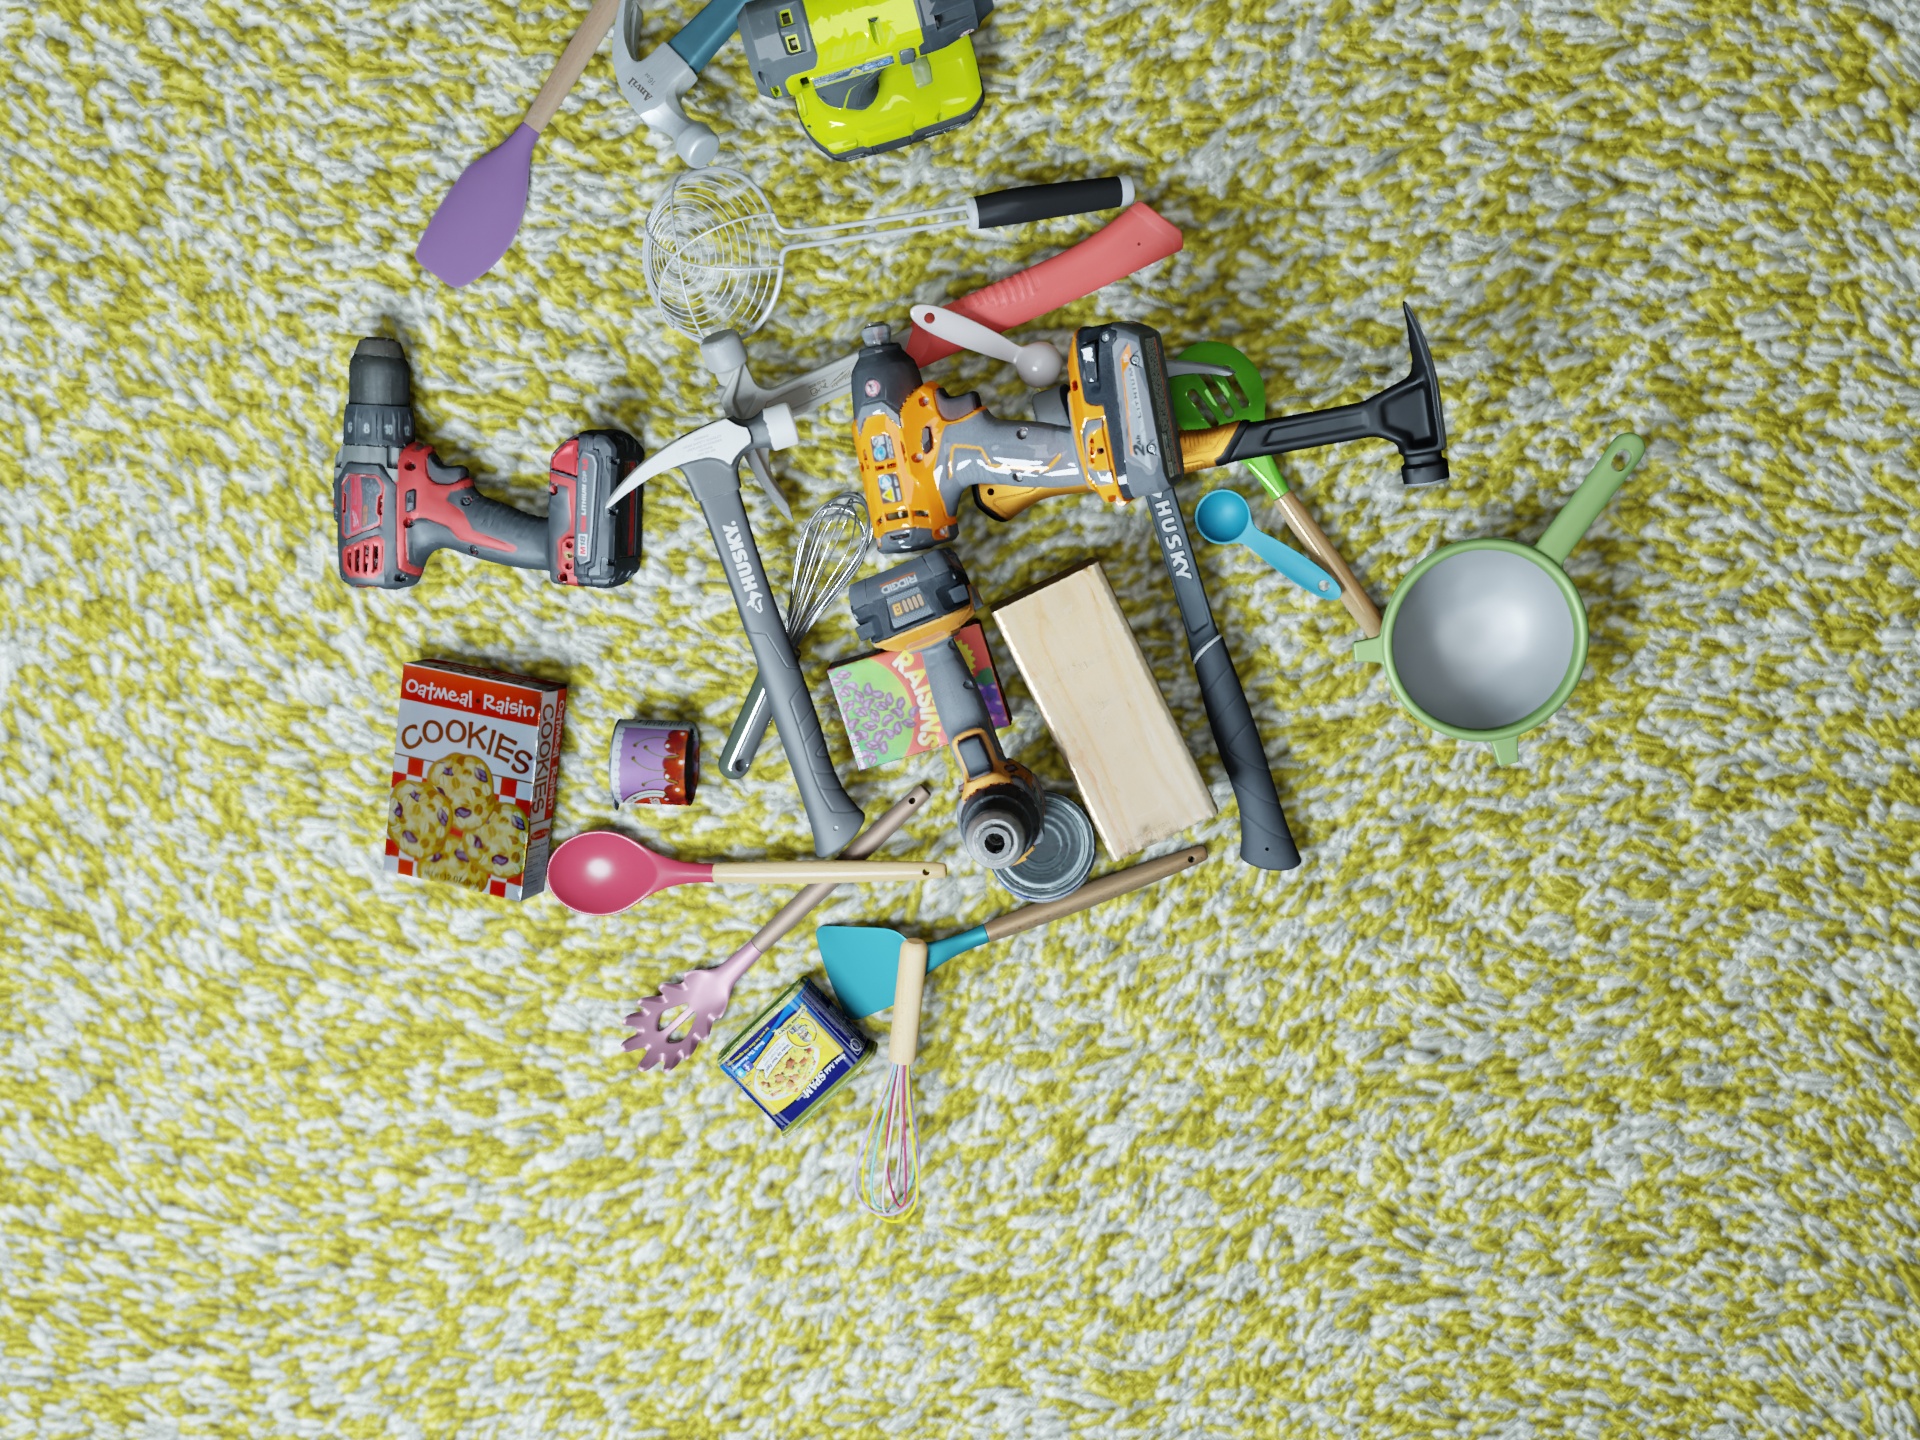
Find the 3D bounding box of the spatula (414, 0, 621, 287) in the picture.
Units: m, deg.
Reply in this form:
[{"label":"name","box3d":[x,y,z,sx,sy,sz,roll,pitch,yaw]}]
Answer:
[{"label":"spatula","box3d":[-0.302,-0.460,1.179,0.060,0.018,0.316,35,99,-3]}]

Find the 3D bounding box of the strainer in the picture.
[{"label":"strainer","box3d":[0.416,-0.105,1.189,0.151,0.069,0.256,35,97,-2]}]

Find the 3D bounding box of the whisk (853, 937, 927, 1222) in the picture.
[{"label":"whisk","box3d":[-0.045,0.287,1.255,0.051,0.047,0.245,-4,108,-33]}]

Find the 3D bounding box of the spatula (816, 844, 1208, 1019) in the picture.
[{"label":"spatula","box3d":[0.044,0.155,1.260,0.317,0.044,0.082,-20,97,-1]}]

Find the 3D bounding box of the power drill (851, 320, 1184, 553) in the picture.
[{"label":"power drill","box3d":[0.029,-0.214,1.112,0.226,0.084,0.164,-8,101,22]}]

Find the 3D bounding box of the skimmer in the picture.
[{"label":"skimmer","box3d":[-0.055,-0.364,1.183,0.363,0.090,0.127,-11,98,-7]}]

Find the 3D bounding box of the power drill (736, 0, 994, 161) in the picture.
[{"label":"power drill","box3d":[-0.048,-0.449,1.071,0.171,0.223,0.080,-15,98,4]}]

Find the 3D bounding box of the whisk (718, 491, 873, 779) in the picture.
[{"label":"whisk","box3d":[-0.129,-0.063,1.221,0.057,0.059,0.246,13,108,-46]}]

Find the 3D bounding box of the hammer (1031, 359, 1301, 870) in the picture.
[{"label":"hammer","box3d":[0.186,-0.075,1.206,0.149,0.036,0.409,-16,101,19]}]

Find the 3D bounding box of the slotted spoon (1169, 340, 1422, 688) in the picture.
[{"label":"slotted spoon","box3d":[0.260,-0.152,1.207,0.070,0.031,0.313,-35,98,11]}]

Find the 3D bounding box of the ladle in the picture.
[{"label":"ladle","box3d":[-0.167,0.118,1.241,0.315,0.031,0.069,-1,99,8]}]

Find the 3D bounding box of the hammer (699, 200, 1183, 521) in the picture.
[{"label":"hammer","box3d":[-0.002,-0.282,1.177,0.359,0.037,0.149,-24,122,-1]}]

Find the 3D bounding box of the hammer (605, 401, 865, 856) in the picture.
[{"label":"hammer","box3d":[-0.145,-0.053,1.175,0.146,0.035,0.334,-19,106,-6]}]

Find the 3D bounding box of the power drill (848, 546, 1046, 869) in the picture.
[{"label":"power drill","box3d":[-0.002,-0.004,1.117,0.084,0.185,0.226,-22,95,6]}]

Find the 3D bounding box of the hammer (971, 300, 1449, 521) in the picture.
[{"label":"hammer","box3d":[0.169,-0.202,1.137,0.337,0.034,0.127,-9,104,16]}]

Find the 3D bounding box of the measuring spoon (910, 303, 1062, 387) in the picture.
[{"label":"measuring spoon","box3d":[0.020,-0.273,1.156,0.124,0.018,0.034,18,113,-22]}]

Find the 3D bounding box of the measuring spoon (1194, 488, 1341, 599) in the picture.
[{"label":"measuring spoon","box3d":[0.236,-0.132,1.209,0.128,0.021,0.042,35,112,0]}]

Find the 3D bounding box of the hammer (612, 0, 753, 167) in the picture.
[{"label":"hammer","box3d":[-0.120,-0.557,1.143,0.331,0.033,0.128,-45,79,3]}]

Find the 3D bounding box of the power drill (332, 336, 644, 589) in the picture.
[{"label":"power drill","box3d":[-0.359,-0.188,1.194,0.226,0.080,0.188,4,98,4]}]

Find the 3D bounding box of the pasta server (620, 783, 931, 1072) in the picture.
[{"label":"pasta server","box3d":[-0.143,0.161,1.257,0.316,0.040,0.060,-43,83,6]}]
